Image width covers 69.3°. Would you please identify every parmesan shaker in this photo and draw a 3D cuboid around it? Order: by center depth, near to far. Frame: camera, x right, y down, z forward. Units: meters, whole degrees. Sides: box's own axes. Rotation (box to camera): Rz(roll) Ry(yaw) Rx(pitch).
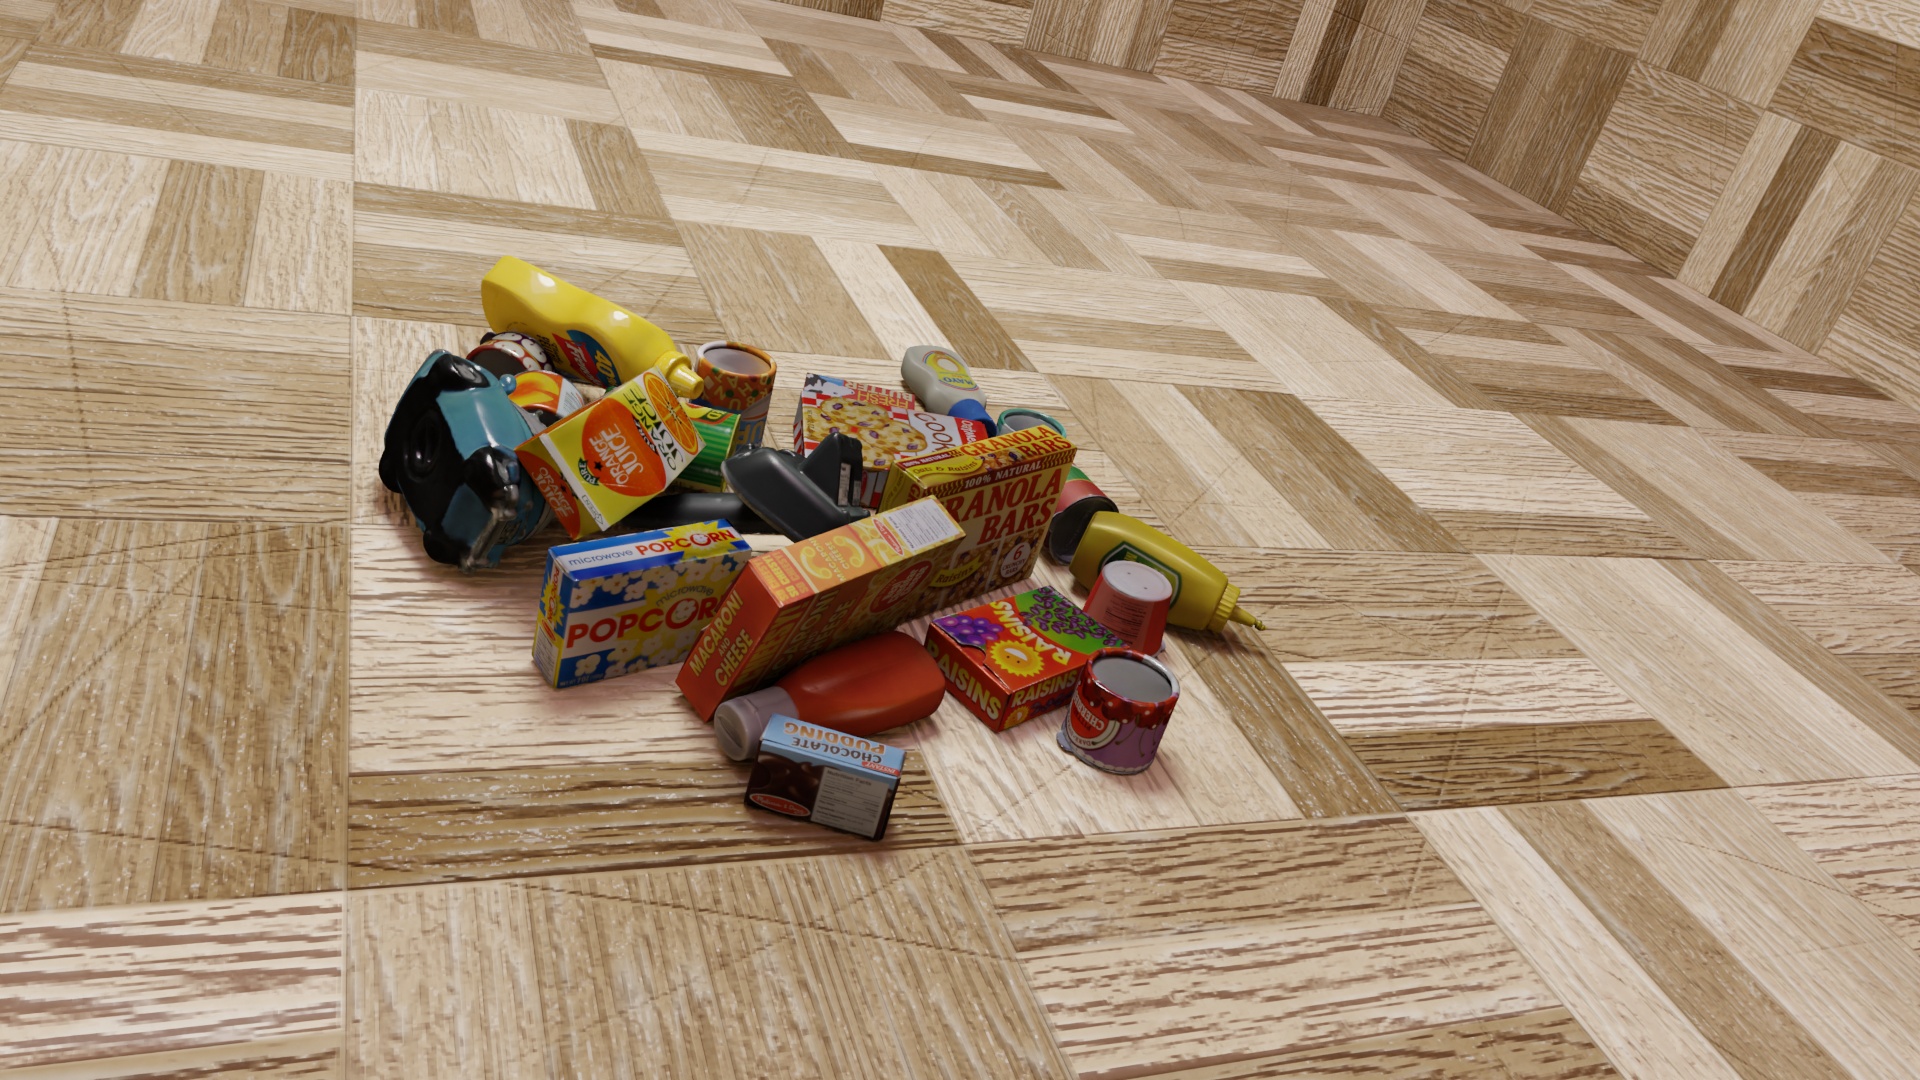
[{"bbox_3d":[-0.228,-0.077,1.074,0.103,0.071,0.071,13,29,-7],"label":"parmesan shaker"}]

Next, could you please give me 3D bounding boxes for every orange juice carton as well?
[{"bbox_3d":[-0.238,-0.059,0.944,0.073,0.071,0.193,-28,13,8],"label":"orange juice carton"}]

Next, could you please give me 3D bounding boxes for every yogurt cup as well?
[{"bbox_3d":[0.126,0.052,1.046,0.072,0.053,0.073,12,29,-7],"label":"yogurt cup"}]

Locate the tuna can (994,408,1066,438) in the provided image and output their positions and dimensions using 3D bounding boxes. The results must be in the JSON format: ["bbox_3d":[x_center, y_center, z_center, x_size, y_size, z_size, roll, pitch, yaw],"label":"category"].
[{"bbox_3d":[0.064,-0.094,1.287,0.071,0.032,0.071,12,30,-7],"label":"tuna can"}]

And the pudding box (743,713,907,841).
[{"bbox_3d":[-0.078,0.137,0.803,0.084,0.049,0.030,15,28,-1],"label":"pudding box"}]

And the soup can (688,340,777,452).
[{"bbox_3d":[-0.187,-0.111,1.139,0.071,0.083,0.072,13,29,-7],"label":"soup can"}]

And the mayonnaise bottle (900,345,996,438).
[{"bbox_3d":[-0.007,-0.136,1.313,0.065,0.041,0.149,4,31,-26],"label":"mayonnaise bottle"}]

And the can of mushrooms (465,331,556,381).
[{"bbox_3d":[-0.360,-0.131,1.102,0.071,0.070,0.034,19,31,5],"label":"can of mushrooms"}]

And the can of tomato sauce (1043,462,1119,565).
[{"bbox_3d":[0.081,-0.029,1.150,0.071,0.070,0.083,-2,33,-29],"label":"can of tomato sauce"}]

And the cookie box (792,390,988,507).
[{"bbox_3d":[-0.055,-0.072,1.180,0.167,0.040,0.123,9,30,-13],"label":"cookie box"}]

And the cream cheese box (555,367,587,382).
[{"bbox_3d":[-0.336,-0.173,1.231,0.053,0.024,0.104,9,30,-12],"label":"cream cheese box"}]

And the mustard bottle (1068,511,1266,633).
[{"bbox_3d":[0.167,0.034,1.090,0.160,0.065,0.049,25,26,8],"label":"mustard bottle"}]

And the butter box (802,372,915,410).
[{"bbox_3d":[-0.094,-0.123,1.265,0.103,0.024,0.053,11,30,-8],"label":"butter box"}]

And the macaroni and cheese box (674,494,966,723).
[{"bbox_3d":[-0.088,0.041,0.884,0.167,0.123,0.040,-21,65,-47],"label":"macaroni and cheese box"}]

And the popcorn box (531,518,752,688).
[{"bbox_3d":[-0.200,0.038,0.874,0.127,0.084,0.038,-11,40,-40],"label":"popcorn box"}]

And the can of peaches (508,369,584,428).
[{"bbox_3d":[-0.321,-0.086,1.048,0.071,0.071,0.058,7,31,-16],"label":"can of peaches"}]

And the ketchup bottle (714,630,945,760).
[{"bbox_3d":[-0.082,0.099,0.871,0.149,0.043,0.065,-14,45,-42],"label":"ketchup bottle"}]

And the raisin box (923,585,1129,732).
[{"bbox_3d":[0.045,0.080,0.972,0.124,0.039,0.086,-15,42,-42],"label":"raisin box"}]

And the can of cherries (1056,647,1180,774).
[{"bbox_3d":[0.105,0.113,0.926,0.071,0.058,0.072,13,29,-7],"label":"can of cherries"}]

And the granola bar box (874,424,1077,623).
[{"bbox_3d":[0.004,-0.013,1.024,0.039,0.123,0.166,38,35,30],"label":"granola bar box"}]
